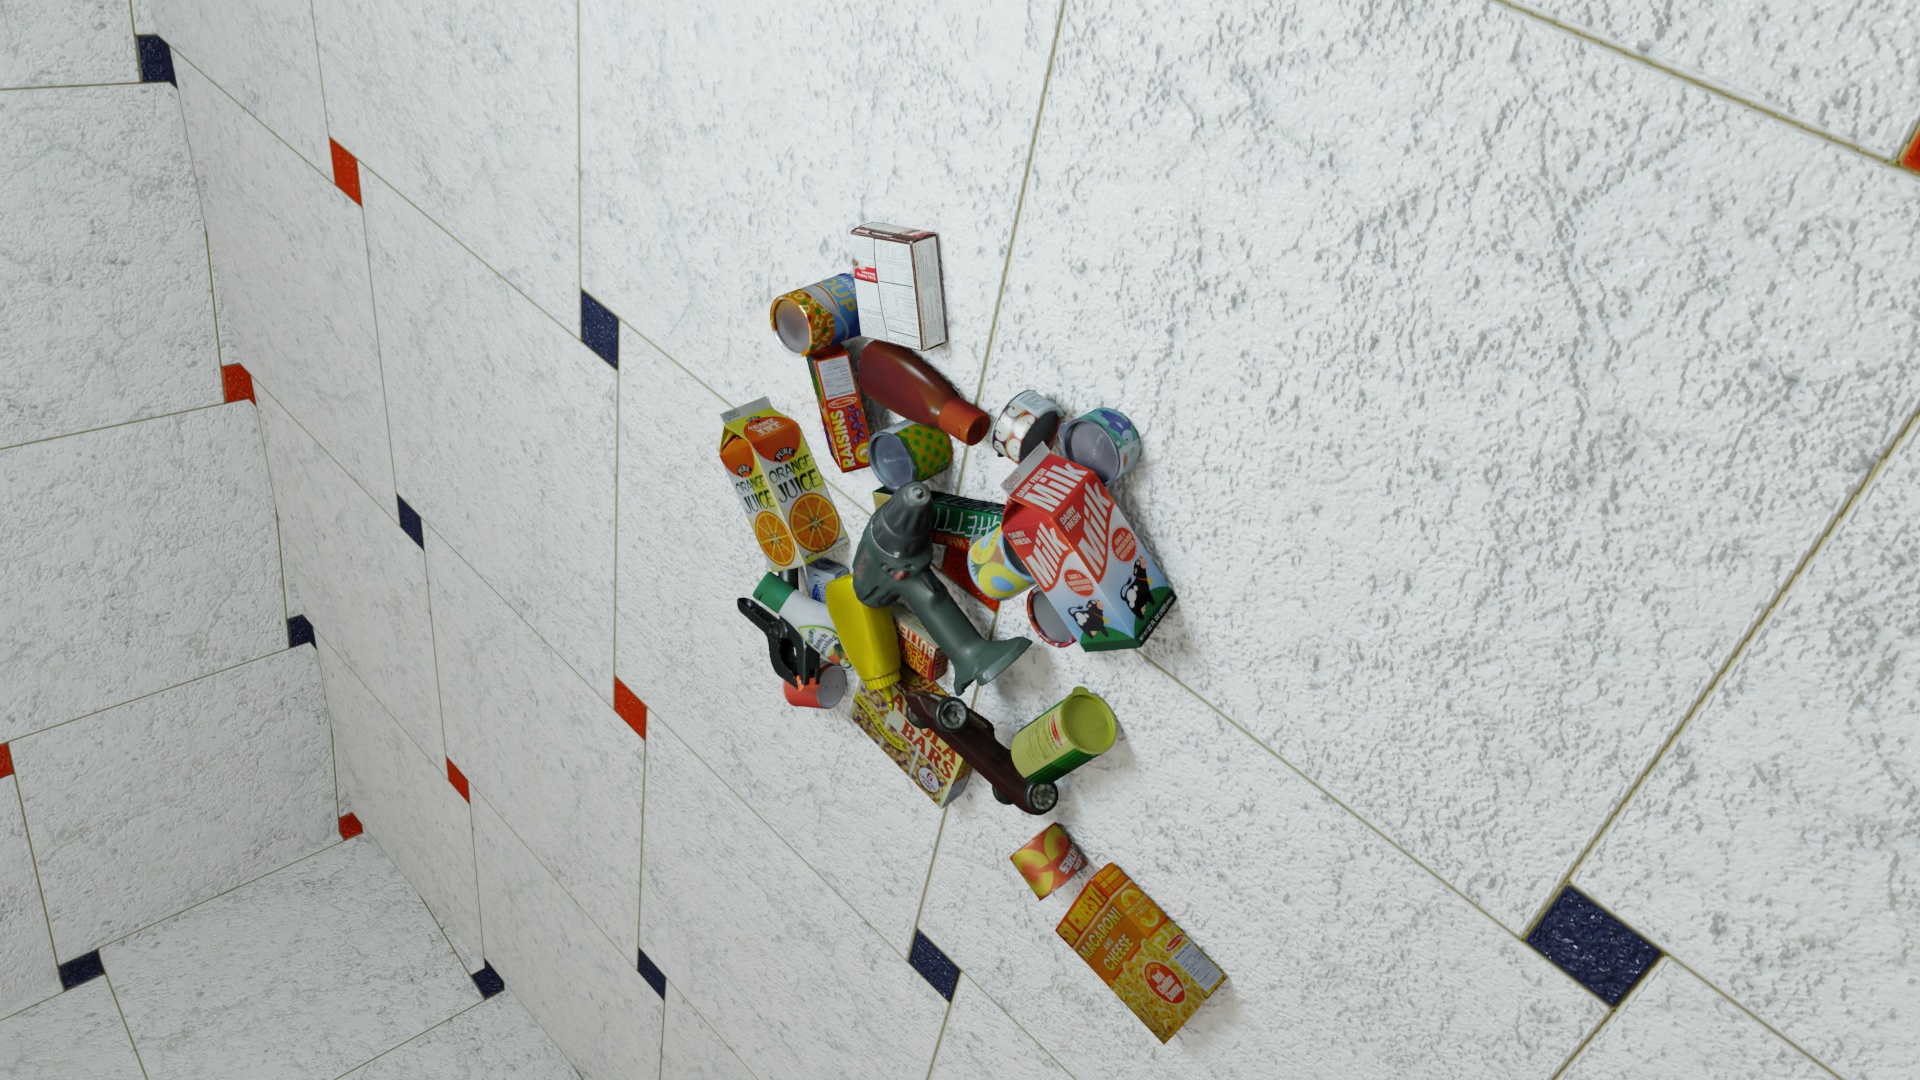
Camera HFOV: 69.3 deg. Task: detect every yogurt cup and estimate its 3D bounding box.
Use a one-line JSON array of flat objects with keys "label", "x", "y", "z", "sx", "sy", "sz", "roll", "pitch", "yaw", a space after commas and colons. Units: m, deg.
[{"label": "yogurt cup", "x": -0.178, "y": 0.175, "z": 1.706, "sx": 0.054, "sy": 0.073, "sz": 0.072, "roll": 9, "pitch": 119, "yaw": 36}]

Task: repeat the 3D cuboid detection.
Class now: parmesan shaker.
[{"label": "parmesan shaker", "x": 0.104, "y": 0.199, "z": 1.412, "sx": 0.071, "sy": 0.071, "sz": 0.102, "roll": 55, "pitch": 142, "yaw": 7}]

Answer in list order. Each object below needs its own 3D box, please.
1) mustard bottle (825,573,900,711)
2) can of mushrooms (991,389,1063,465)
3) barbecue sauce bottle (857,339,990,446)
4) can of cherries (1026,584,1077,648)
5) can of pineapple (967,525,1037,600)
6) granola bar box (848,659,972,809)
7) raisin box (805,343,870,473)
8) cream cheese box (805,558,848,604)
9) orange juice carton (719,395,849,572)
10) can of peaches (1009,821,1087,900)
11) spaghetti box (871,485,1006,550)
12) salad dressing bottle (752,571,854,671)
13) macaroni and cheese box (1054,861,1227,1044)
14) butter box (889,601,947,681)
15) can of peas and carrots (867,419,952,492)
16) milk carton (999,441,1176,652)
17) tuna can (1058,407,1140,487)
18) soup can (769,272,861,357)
[{"label": "mustard bottle", "x": -0.100, "y": 0.114, "z": 1.549, "sx": 0.065, "sy": 0.049, "sz": 0.160, "roll": -13, "pitch": 97, "yaw": 41}, {"label": "can of mushrooms", "x": 0.061, "y": -0.100, "z": 1.273, "sx": 0.033, "sy": 0.071, "sz": 0.070, "roll": 35, "pitch": 135, "yaw": 27}, {"label": "barbecue sauce bottle", "x": -0.037, "y": -0.143, "z": 1.374, "sx": 0.149, "sy": 0.044, "sz": 0.064, "roll": 34, "pitch": 137, "yaw": 29}, {"label": "can of cherries", "x": 0.106, "y": 0.064, "z": 1.331, "sx": 0.071, "sy": 0.059, "sz": 0.071, "roll": 25, "pitch": 129, "yaw": 36}, {"label": "can of pineapple", "x": 0.048, "y": 0.016, "z": 1.309, "sx": 0.057, "sy": 0.071, "sz": 0.071, "roll": -34, "pitch": 86, "yaw": 51}, {"label": "granola bar box", "x": -0.051, "y": 0.212, "z": 1.608, "sx": 0.166, "sy": 0.039, "sz": 0.123, "roll": 42, "pitch": 137, "yaw": 23}, {"label": "raisin box", "x": -0.126, "y": -0.141, "z": 1.449, "sx": 0.086, "sy": 0.040, "sz": 0.123, "roll": -131, "pitch": 27, "yaw": -68}, {"label": "cream cheese box", "x": -0.152, "y": 0.075, "z": 1.647, "sx": 0.053, "sy": 0.024, "sz": 0.103, "roll": 17, "pitch": 124, "yaw": 39}, {"label": "orange juice carton", "x": -0.209, "y": -0.067, "z": 1.585, "sx": 0.073, "sy": 0.072, "sz": 0.192, "roll": -14, "pitch": 102, "yaw": 50}, {"label": "can of peaches", "x": 0.096, "y": 0.346, "z": 1.508, "sx": 0.058, "sy": 0.071, "sz": 0.071, "roll": 53, "pitch": 141, "yaw": 11}, {"label": "spaghetti box", "x": 0.005, "y": -0.018, "z": 1.415, "sx": 0.250, "sy": 0.029, "sz": 0.050, "roll": 12, "pitch": 122, "yaw": 44}, {"label": "salad dressing bottle", "x": -0.172, "y": 0.092, "z": 1.610, "sx": 0.148, "sy": 0.044, "sz": 0.064, "roll": 35, "pitch": 138, "yaw": 1}, {"label": "macaroni and cheese box", "x": 0.189, "y": 0.440, "z": 1.482, "sx": 0.167, "sy": 0.040, "sz": 0.123, "roll": 44, "pitch": 138, "yaw": 20}, {"label": "butter box", "x": -0.058, "y": 0.110, "z": 1.565, "sx": 0.104, "sy": 0.024, "sz": 0.052, "roll": 35, "pitch": 134, "yaw": 29}, {"label": "can of peas and carrots", "x": -0.050, "y": -0.087, "z": 1.409, "sx": 0.071, "sy": 0.059, "sz": 0.070, "roll": 26, "pitch": 131, "yaw": 35}, {"label": "milk carton", "x": 0.105, "y": 0.006, "z": 1.248, "sx": 0.073, "sy": 0.073, "sz": 0.190, "roll": -12, "pitch": 118, "yaw": 51}, {"label": "tuna can", "x": 0.124, "y": -0.085, "z": 1.241, "sx": 0.071, "sy": 0.033, "sz": 0.070, "roll": 26, "pitch": 130, "yaw": 36}, {"label": "soup can", "x": -0.140, "y": -0.229, "z": 1.401, "sx": 0.071, "sy": 0.084, "sz": 0.071, "roll": 25, "pitch": 129, "yaw": 36}]
